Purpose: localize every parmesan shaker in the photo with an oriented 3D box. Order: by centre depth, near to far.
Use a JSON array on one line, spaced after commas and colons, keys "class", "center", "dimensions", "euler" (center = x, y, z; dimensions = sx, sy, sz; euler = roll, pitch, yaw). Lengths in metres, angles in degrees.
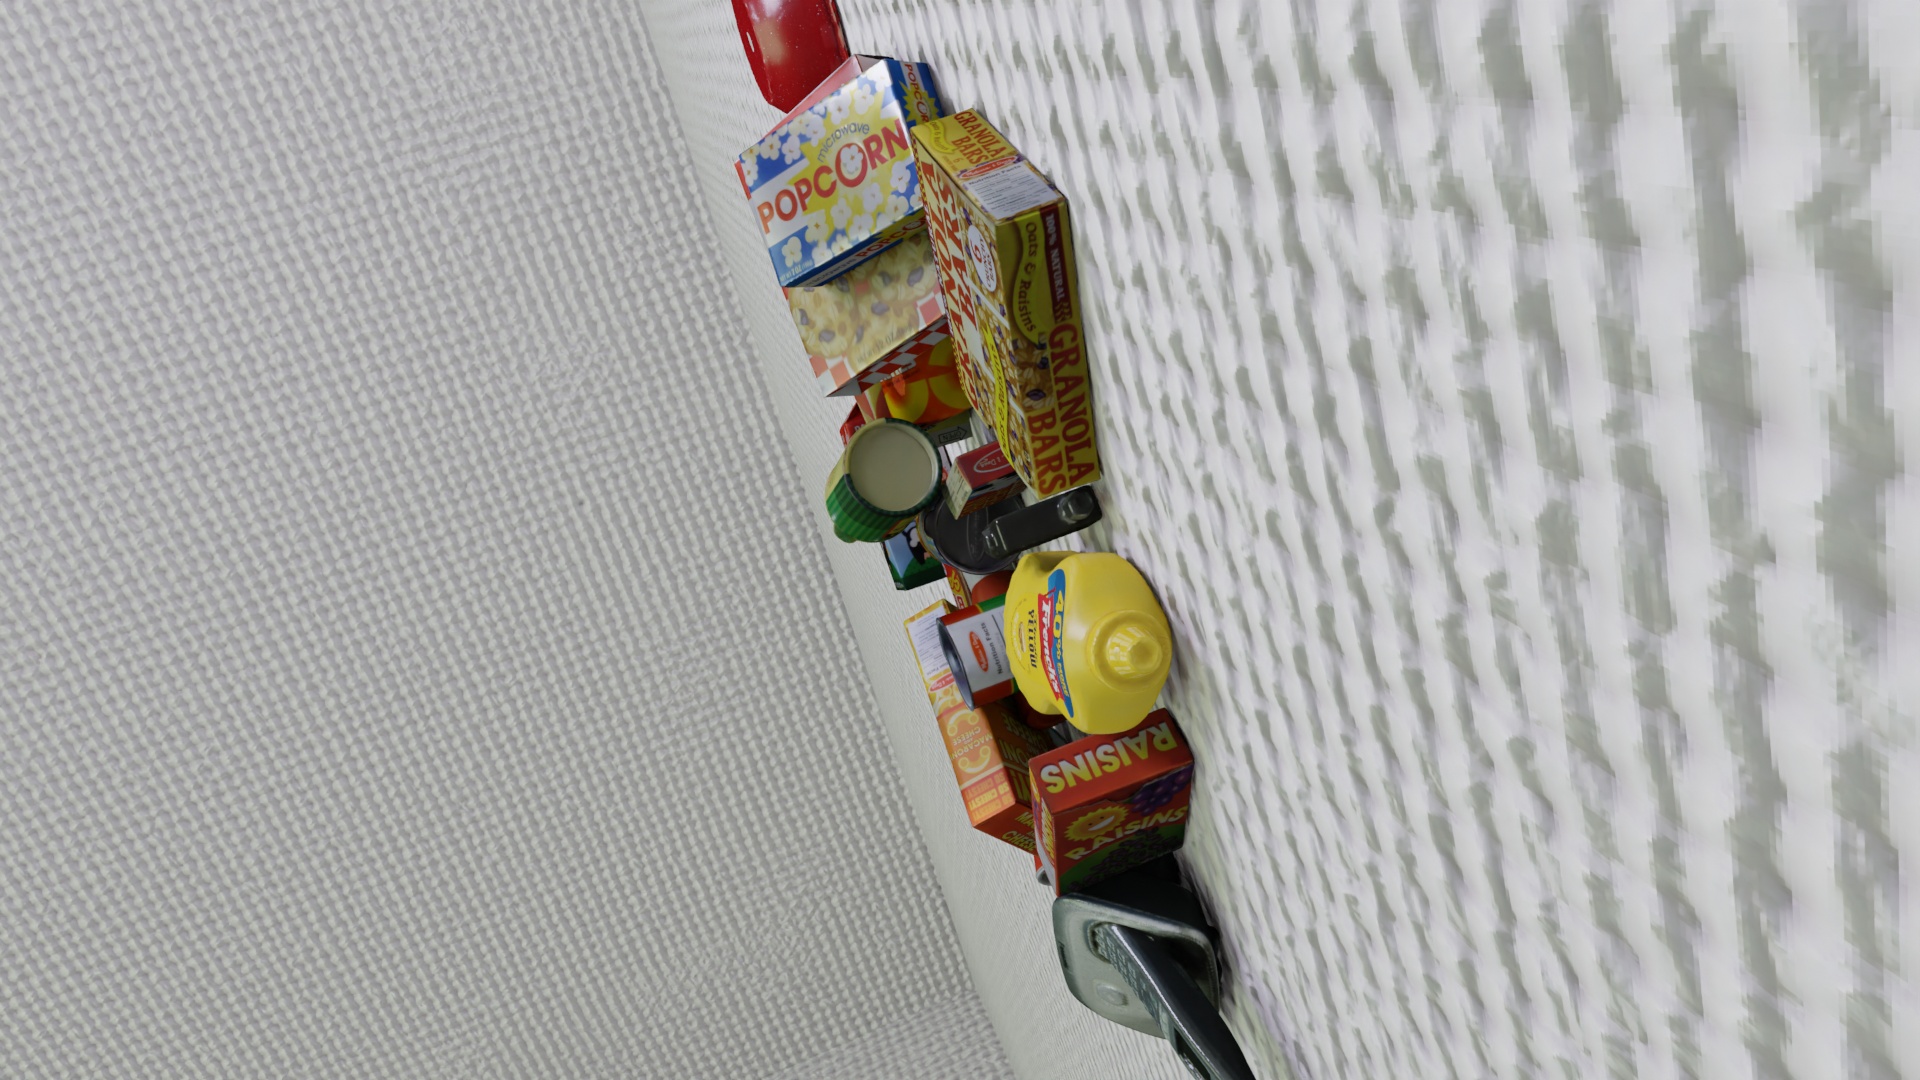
[{"class": "parmesan shaker", "center": [-0.054, -0.036, 0.925], "dimensions": [0.103, 0.071, 0.071], "euler": [144, 106, -76]}]

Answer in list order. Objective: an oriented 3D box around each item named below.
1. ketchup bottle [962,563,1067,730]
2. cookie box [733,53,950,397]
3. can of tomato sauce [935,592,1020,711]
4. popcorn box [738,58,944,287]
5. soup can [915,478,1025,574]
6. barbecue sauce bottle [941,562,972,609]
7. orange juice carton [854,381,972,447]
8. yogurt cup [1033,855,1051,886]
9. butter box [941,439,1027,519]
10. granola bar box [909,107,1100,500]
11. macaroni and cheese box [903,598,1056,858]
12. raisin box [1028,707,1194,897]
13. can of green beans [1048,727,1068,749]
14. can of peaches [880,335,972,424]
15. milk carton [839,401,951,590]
[{"class": "ketchup bottle", "center": [0.038, 0.062, 1.013], "dimensions": [0.064, 0.043, 0.149], "euler": [66, 180, -63]}, {"class": "cookie box", "center": [-0.061, -0.189, 0.848], "dimensions": [0.122, 0.040, 0.167], "euler": [-28, 79, 38]}, {"class": "can of tomato sauce", "center": [0.033, 0.068, 0.929], "dimensions": [0.071, 0.083, 0.071], "euler": [162, 88, -81]}, {"class": "popcorn box", "center": [-0.063, -0.206, 0.793], "dimensions": [0.126, 0.038, 0.085], "euler": [-19, 86, 38]}, {"class": "soup can", "center": [0.003, -0.012, 0.970], "dimensions": [0.084, 0.071, 0.071], "euler": [-167, 57, -79]}, {"class": "barbecue sauce bottle", "center": [0.022, 0.060, 1.110], "dimensions": [0.065, 0.044, 0.148], "euler": [-131, 21, -73]}, {"class": "orange juice carton", "center": [-0.048, -0.149, 0.971], "dimensions": [0.073, 0.072, 0.192], "euler": [-131, 23, -66]}, {"class": "yogurt cup", "center": [0.083, 0.222, 1.044], "dimensions": [0.072, 0.072, 0.054], "euler": [85, 170, -59]}, {"class": "butter box", "center": [0.020, -0.041, 0.868], "dimensions": [0.103, 0.053, 0.024], "euler": [120, 126, -79]}, {"class": "granola bar box", "center": [0.023, -0.121, 0.717], "dimensions": [0.125, 0.039, 0.164], "euler": [-120, 14, -48]}, {"class": "macaroni and cheese box", "center": [0.027, 0.137, 0.998], "dimensions": [0.123, 0.040, 0.167], "euler": [38, -155, -53]}, {"class": "raisin box", "center": [0.086, 0.153, 0.799], "dimensions": [0.122, 0.086, 0.040], "euler": [83, 166, -54]}, {"class": "can of green beans", "center": [0.045, 0.172, 1.090], "dimensions": [0.071, 0.058, 0.071], "euler": [35, 160, 16]}, {"class": "can of peaches", "center": [-0.024, -0.113, 0.911], "dimensions": [0.071, 0.071, 0.058], "euler": [-131, 21, -65]}, {"class": "milk carton", "center": [-0.050, -0.058, 1.177], "dimensions": [0.072, 0.073, 0.190], "euler": [164, 86, -81]}]
